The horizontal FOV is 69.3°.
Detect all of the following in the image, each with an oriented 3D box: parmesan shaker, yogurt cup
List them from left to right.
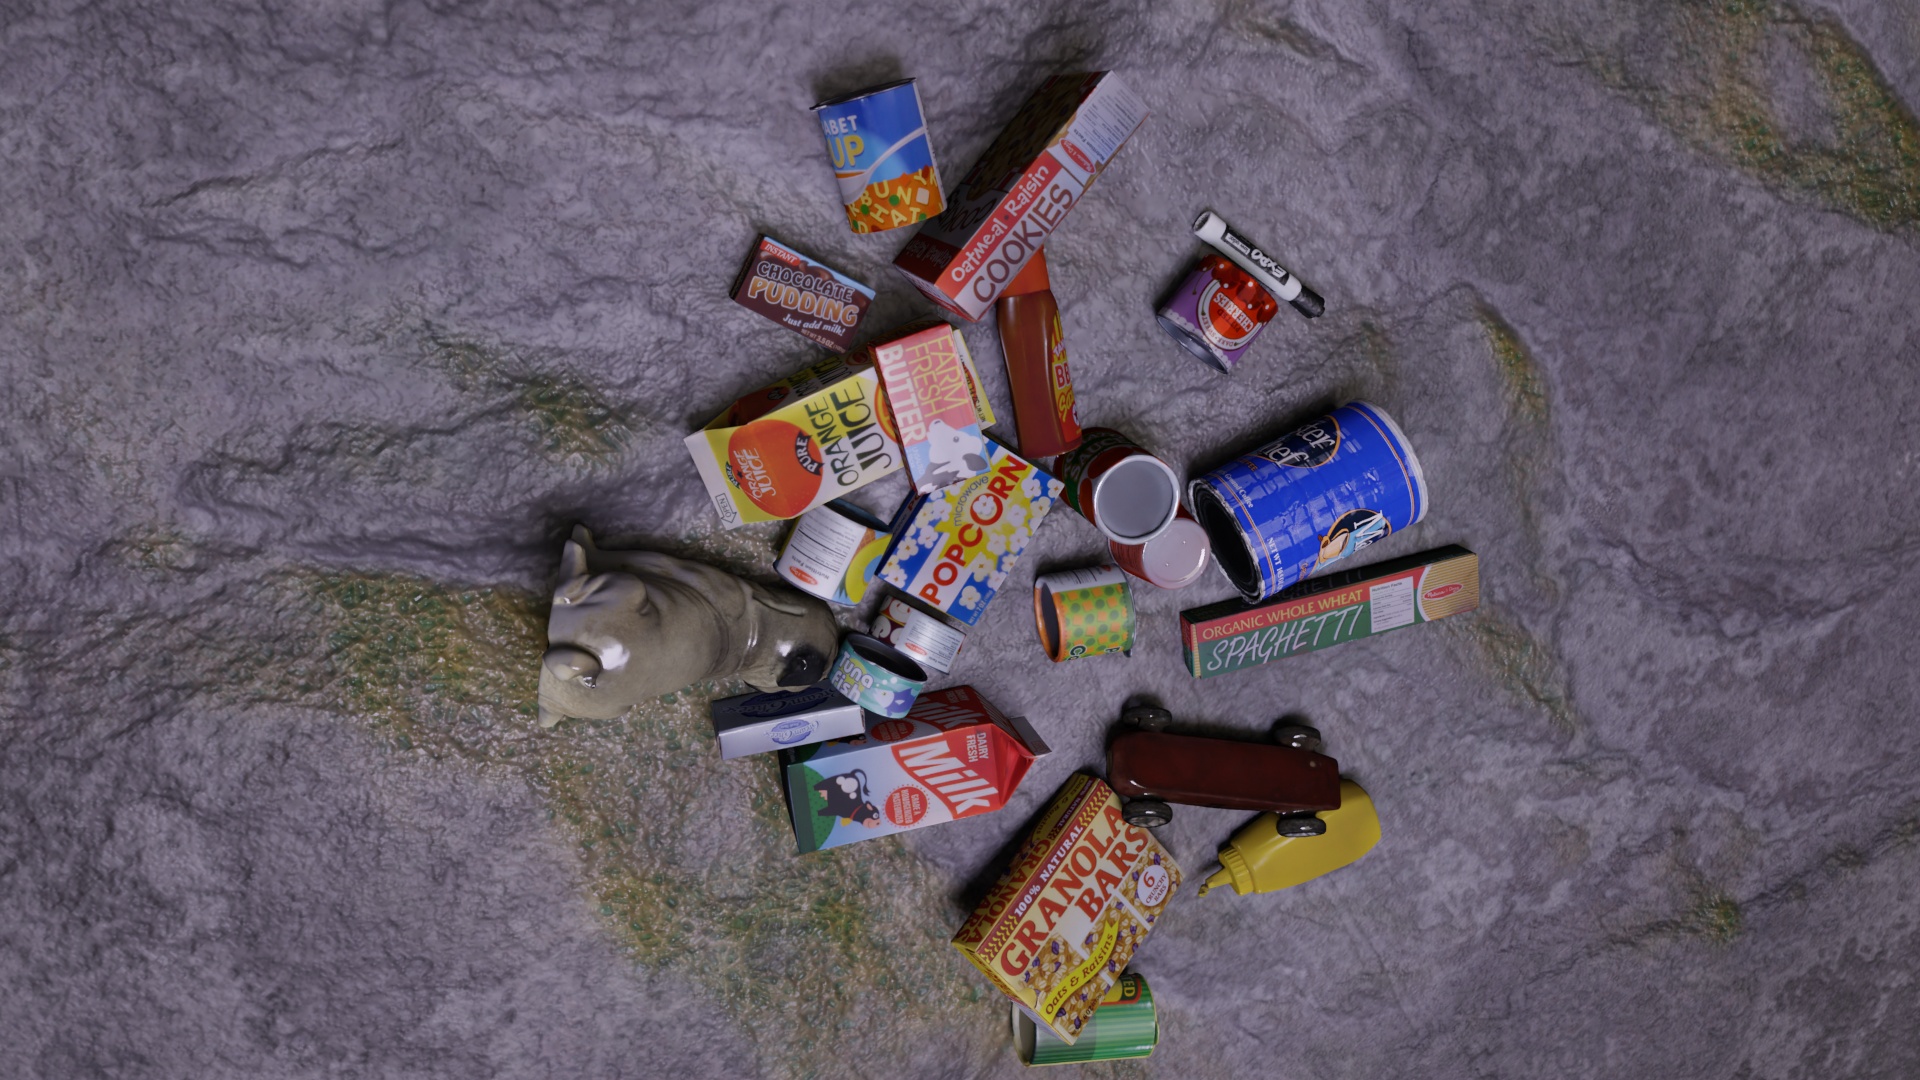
[{"bbox_3d":[0.100,0.389,1.125,0.103,0.071,0.071,1,107,-16],"label":"parmesan shaker"},{"bbox_3d":[0.149,0.002,1.029,0.072,0.054,0.072,-4,107,-14],"label":"yogurt cup"}]

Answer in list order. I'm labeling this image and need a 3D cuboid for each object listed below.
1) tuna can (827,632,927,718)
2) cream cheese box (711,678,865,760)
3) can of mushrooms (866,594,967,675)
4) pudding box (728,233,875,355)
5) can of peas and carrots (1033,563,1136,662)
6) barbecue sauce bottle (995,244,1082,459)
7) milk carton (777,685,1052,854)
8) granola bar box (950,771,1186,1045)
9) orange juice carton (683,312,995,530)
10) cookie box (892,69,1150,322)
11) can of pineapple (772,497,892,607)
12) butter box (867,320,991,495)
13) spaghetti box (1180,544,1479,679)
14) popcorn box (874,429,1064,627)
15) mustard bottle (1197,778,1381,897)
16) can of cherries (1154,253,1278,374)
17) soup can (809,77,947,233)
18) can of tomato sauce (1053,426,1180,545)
[{"bbox_3d":[-0.061,0.096,0.990,0.071,0.071,0.032,26,99,-21],"label":"tuna can"},{"bbox_3d":[-0.124,0.126,0.991,0.104,0.053,0.024,-10,111,-13],"label":"cream cheese box"},{"bbox_3d":[-0.032,0.067,0.992,0.071,0.071,0.033,27,88,-21],"label":"can of mushrooms"},{"bbox_3d":[-0.104,-0.163,0.919,0.083,0.030,0.049,25,98,-21],"label":"pudding box"},{"bbox_3d":[0.091,0.056,1.022,0.059,0.071,0.070,-8,109,-12],"label":"can of peas and carrots"},{"bbox_3d":[0.050,-0.134,0.957,0.043,0.065,0.148,-8,101,17],"label":"barbecue sauce bottle"},{"bbox_3d":[-0.034,0.161,1.017,0.191,0.072,0.073,-10,109,-13],"label":"milk carton"},{"bbox_3d":[0.088,0.283,1.075,0.124,0.039,0.166,49,67,-22],"label":"granola bar box"},{"bbox_3d":[-0.083,-0.077,0.929,0.193,0.073,0.071,-25,112,-6],"label":"orange juice carton"},{"bbox_3d":[0.035,-0.221,0.890,0.040,0.123,0.167,39,94,-22],"label":"cookie box"},{"bbox_3d":[-0.087,0.005,0.959,0.071,0.071,0.057,24,99,-21],"label":"can of pineapple"},{"bbox_3d":[-0.019,-0.085,0.889,0.053,0.024,0.103,-20,111,-9],"label":"butter box"},{"bbox_3d":[0.293,0.055,1.099,0.250,0.029,0.050,-13,110,-12],"label":"spaghetti box"},{"bbox_3d":[0.004,-0.012,0.992,0.085,0.038,0.126,30,97,-21],"label":"popcorn box"},{"bbox_3d":[0.264,0.252,1.141,0.160,0.049,0.065,-23,111,-7],"label":"mustard bottle"},{"bbox_3d":[0.182,-0.160,0.978,0.071,0.071,0.058,38,94,-22],"label":"can of cherries"},{"bbox_3d":[-0.052,-0.245,0.888,0.071,0.071,0.083,-19,111,-9],"label":"soup can"},{"bbox_3d":[0.109,-0.041,0.988,0.071,0.083,0.071,-5,108,-14],"label":"can of tomato sauce"}]
